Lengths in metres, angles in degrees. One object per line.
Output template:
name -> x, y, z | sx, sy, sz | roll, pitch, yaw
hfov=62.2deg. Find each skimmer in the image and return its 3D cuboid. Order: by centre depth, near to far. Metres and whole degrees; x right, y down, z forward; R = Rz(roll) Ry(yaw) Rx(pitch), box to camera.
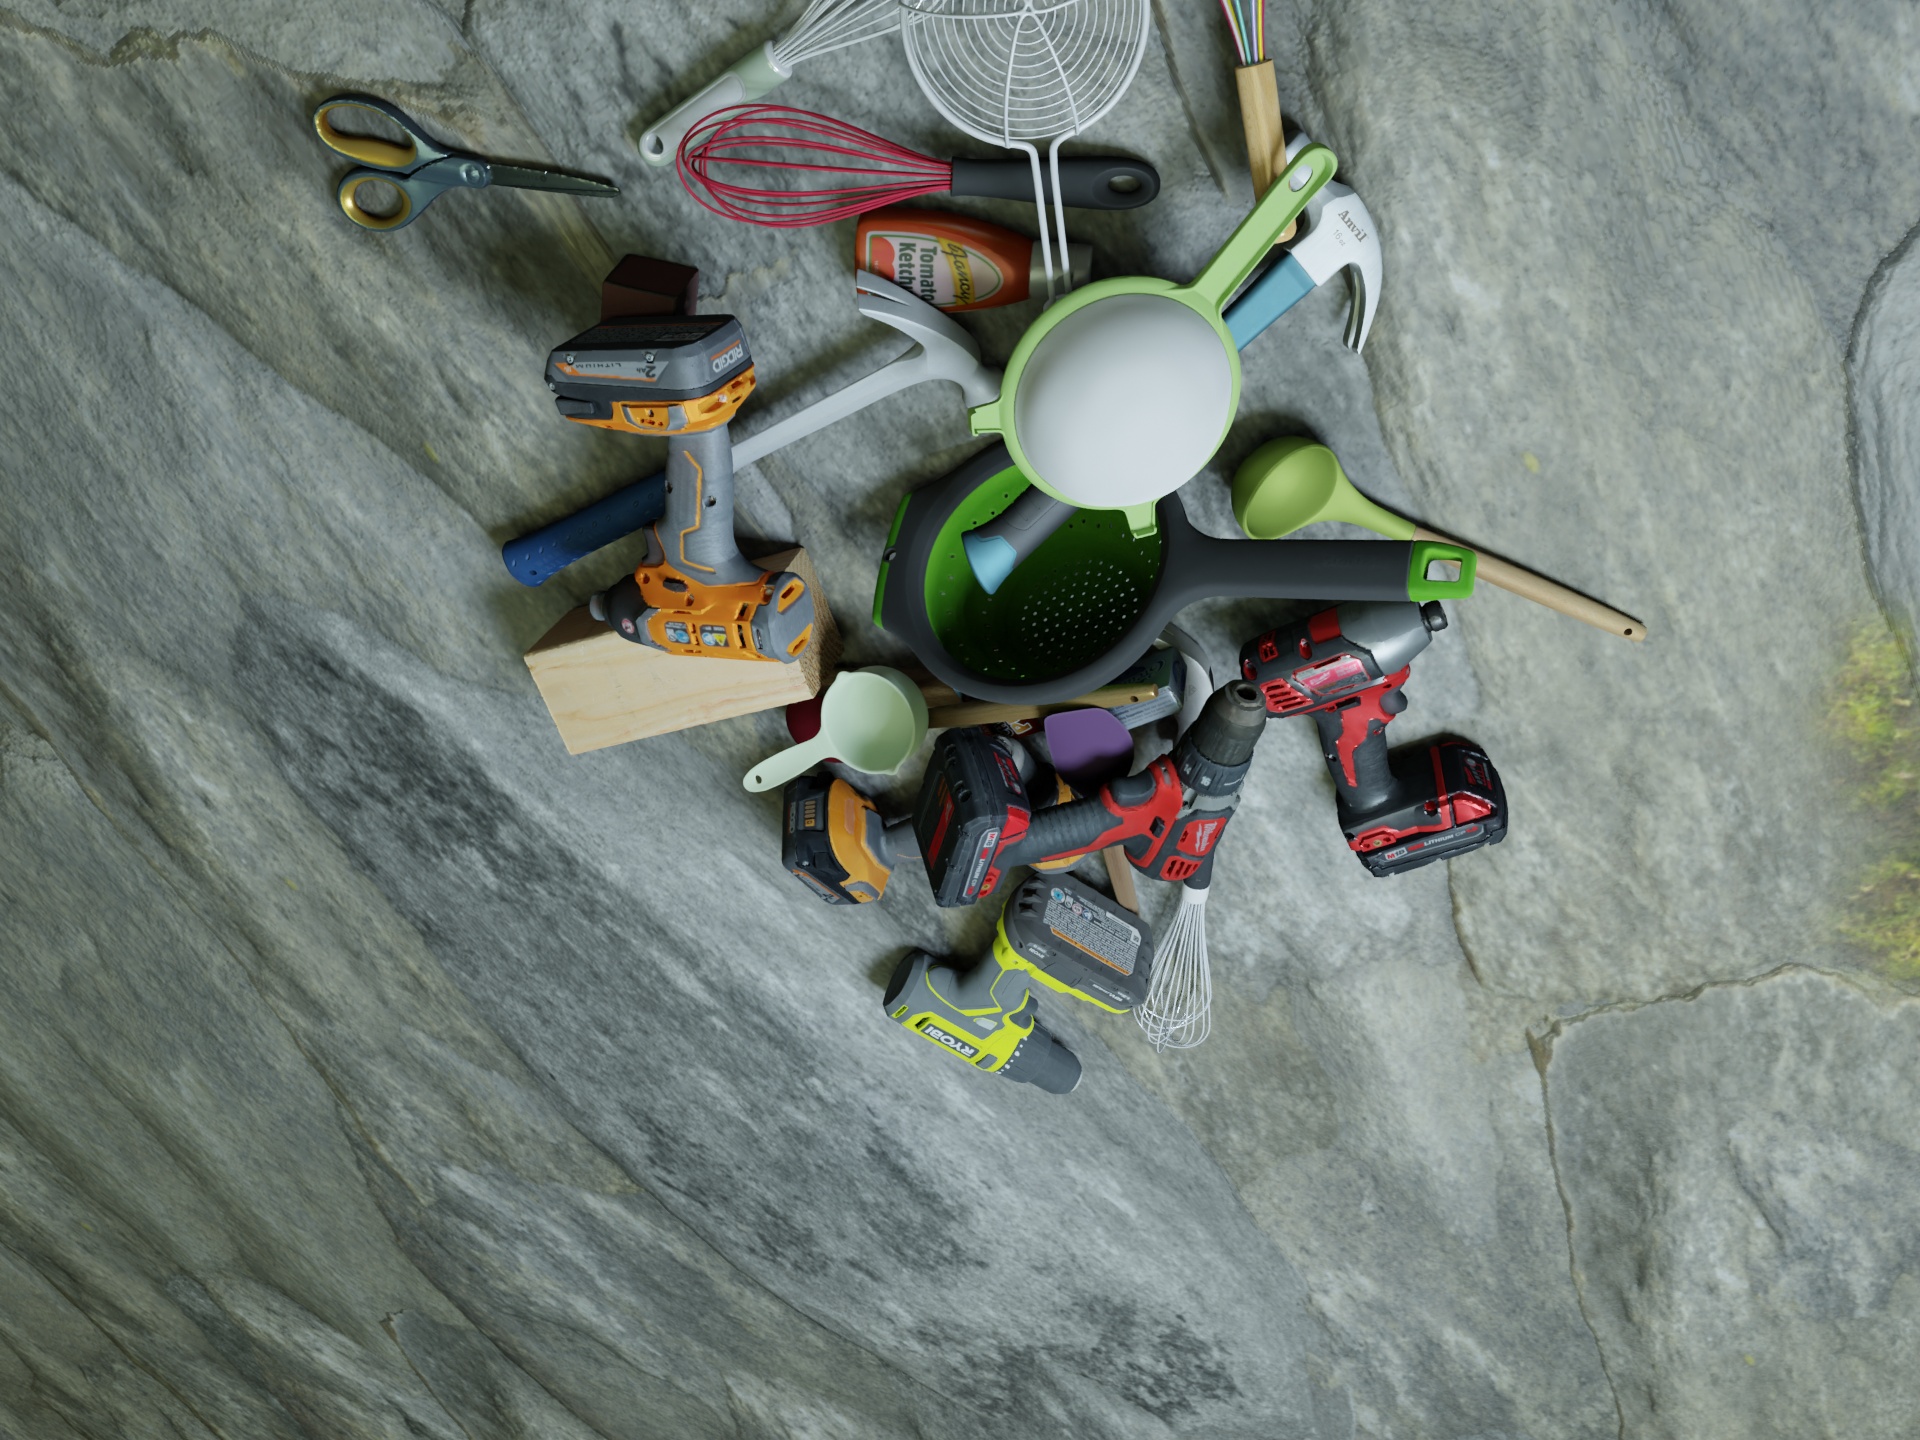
skimmer -> 0.051, -0.302, 0.922 | 0.127, 0.090, 0.363 | -10, 154, 4

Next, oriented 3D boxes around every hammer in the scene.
hammer -> 0.125, -0.205, 1.004 | 0.331, 0.033, 0.128 | -42, 110, 13
hammer -> -0.167, -0.184, 1.108 | 0.405, 0.035, 0.143 | -20, 145, 27
hammer -> 0.026, -0.027, 1.211 | 0.331, 0.031, 0.130 | 1, 126, 10

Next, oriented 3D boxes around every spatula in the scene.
spatula -> 0.116, 0.082, 1.222 | 0.060, 0.018, 0.315 | -8, 144, 8

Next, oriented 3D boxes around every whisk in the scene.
whisk -> 0.159, -0.392, 0.893 | 0.047, 0.051, 0.244 | -4, 119, 22
whisk -> -0.103, -0.400, 0.951 | 0.246, 0.059, 0.057 | -23, 107, 30
whisk -> -0.024, -0.333, 0.969 | 0.296, 0.073, 0.073 | 2, 127, -4
whisk -> 0.190, 0.165, 1.313 | 0.070, 0.070, 0.284 | 8, 123, 4

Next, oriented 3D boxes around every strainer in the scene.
strainer -> 0.134, -0.217, 0.923 | 0.151, 0.069, 0.256 | 28, 116, -28

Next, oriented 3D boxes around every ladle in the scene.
ladle -> 0.331, -0.111, 1.081 | 0.320, 0.062, 0.078 | 21, 124, -9
ladle -> -0.002, -0.004, 1.161 | 0.315, 0.031, 0.069 | -7, 129, 30

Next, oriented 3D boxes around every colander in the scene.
colander -> 0.139, -0.086, 1.054 | 0.397, 0.205, 0.094 | 4, 160, 26

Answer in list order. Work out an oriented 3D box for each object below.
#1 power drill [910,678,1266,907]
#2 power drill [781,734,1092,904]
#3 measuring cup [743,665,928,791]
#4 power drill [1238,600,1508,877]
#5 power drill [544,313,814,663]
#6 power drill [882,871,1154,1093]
power drill -> 0.094, 0.047, 1.096 | 0.226, 0.080, 0.187 | -4, 141, -20
power drill -> -0.024, 0.074, 1.231 | 0.226, 0.084, 0.185 | -9, 153, 15
measuring cup -> -0.093, 0.014, 1.174 | 0.167, 0.038, 0.083 | -26, 93, 32
power drill -> 0.307, 0.004, 1.143 | 0.143, 0.079, 0.219 | -22, 125, 24
power drill -> -0.194, -0.144, 1.046 | 0.164, 0.084, 0.226 | 4, 122, 23
power drill -> 0.064, 0.235, 1.359 | 0.190, 0.080, 0.228 | 31, 136, -12
